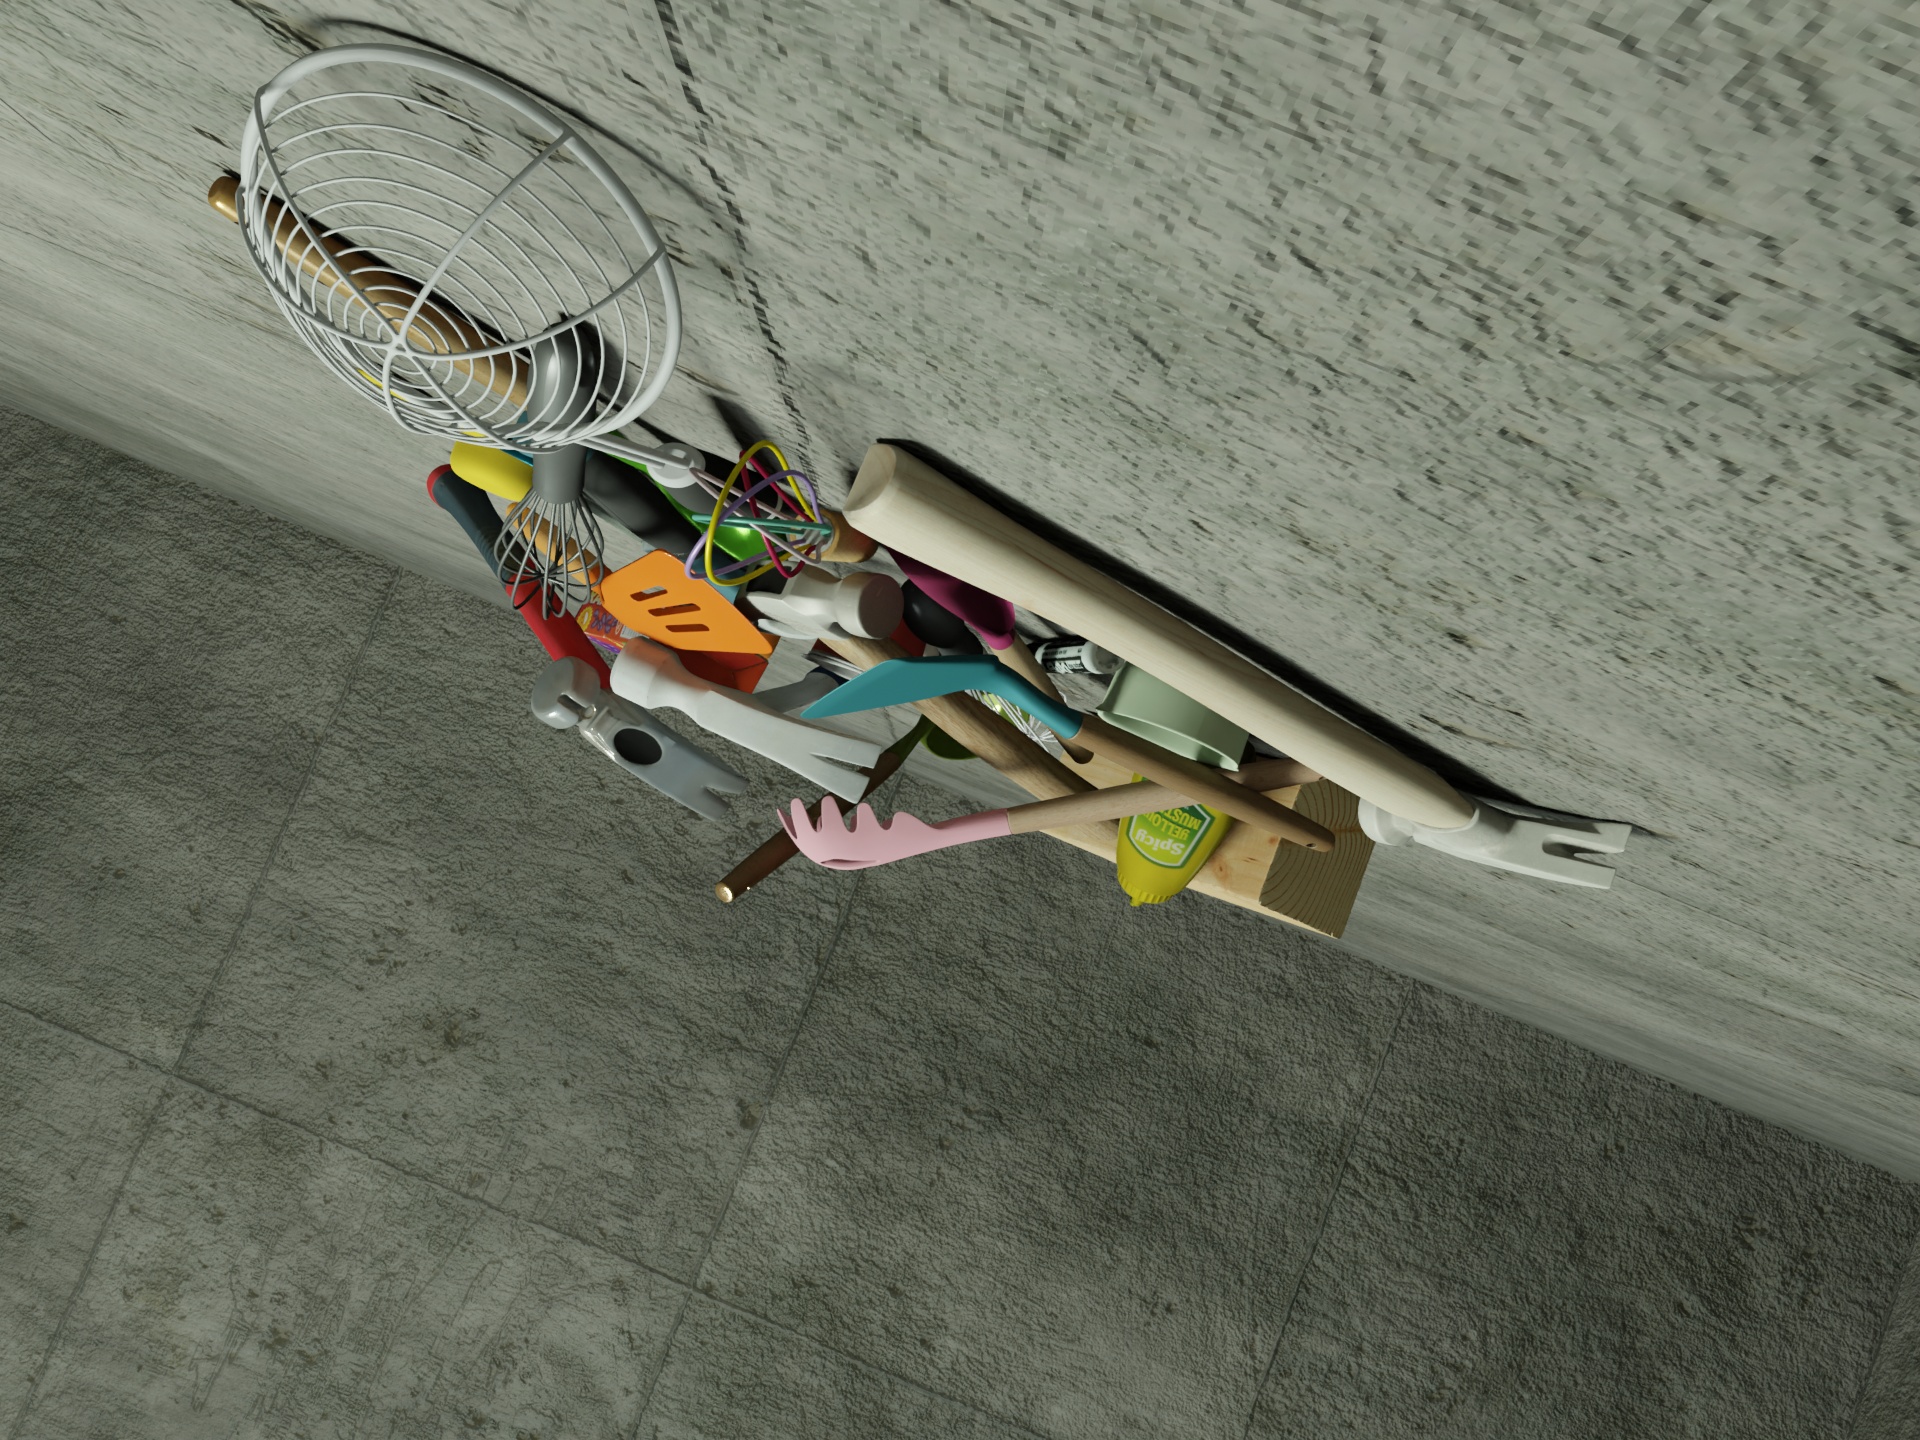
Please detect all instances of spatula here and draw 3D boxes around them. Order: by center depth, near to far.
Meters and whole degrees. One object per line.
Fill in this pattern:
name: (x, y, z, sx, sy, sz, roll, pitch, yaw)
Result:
spatula: (0.074, 0.022, 0.798, 0.317, 0.044, 0.082, 23, 149, -28)
spatula: (-0.203, -0.092, 0.892, 0.081, 0.041, 0.323, 44, 173, -34)

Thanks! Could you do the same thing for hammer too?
hammer: (0.126, -0.014, 0.694, 0.410, 0.038, 0.146, 26, 172, -33)
hammer: (-0.001, -0.003, 0.882, 0.130, 0.031, 0.331, 13, 164, 41)
hammer: (-0.166, -0.106, 0.920, 0.128, 0.033, 0.330, 14, 171, 15)
hammer: (-0.259, -0.070, 1.013, 0.143, 0.038, 0.387, 39, -176, -43)
hammer: (-0.086, -0.018, 1.016, 0.144, 0.035, 0.405, 25, -172, 6)

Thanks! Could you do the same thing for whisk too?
whisk: (-0.061, -0.079, 0.642, 0.051, 0.047, 0.245, -7, -177, 8)
whisk: (-0.181, -0.105, 0.706, 0.055, 0.055, 0.239, 23, 156, -7)
whisk: (0.012, -0.027, 0.948, 0.070, 0.070, 0.284, 20, 169, 21)

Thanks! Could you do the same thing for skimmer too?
skimmer: (-0.118, -0.129, 0.573, 0.127, 0.090, 0.363, 10, -177, 9)

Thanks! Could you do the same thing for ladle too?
ladle: (-0.049, 0.045, 1.011, 0.062, 0.078, 0.320, 45, -144, 4)

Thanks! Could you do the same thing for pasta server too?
pasta server: (0.053, 0.043, 0.881, 0.316, 0.040, 0.060, -10, 165, 10)

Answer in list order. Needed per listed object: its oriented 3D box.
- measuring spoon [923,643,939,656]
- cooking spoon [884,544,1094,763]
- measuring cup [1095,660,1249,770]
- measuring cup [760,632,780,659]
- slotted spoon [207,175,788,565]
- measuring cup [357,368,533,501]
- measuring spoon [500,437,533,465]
measuring spoon: (-0.024, -0.050, 1.095, 0.034, 0.018, 0.124, 22, -178, 5)
cooking spoon: (0.028, -0.034, 0.825, 0.069, 0.017, 0.318, 24, 169, 25)
measuring cup: (0.102, -0.007, 0.854, 0.083, 0.038, 0.167, 23, 177, -11)
measuring cup: (-0.147, -0.066, 1.192, 0.174, 0.052, 0.095, 20, 175, 37)
slotted spoon: (-0.186, -0.145, 0.708, 0.070, 0.031, 0.313, 13, 168, 42)
measuring cup: (-0.307, -0.167, 0.946, 0.062, 0.029, 0.156, 20, 176, 24)
measuring spoon: (-0.239, -0.155, 0.913, 0.042, 0.021, 0.129, 26, -177, -17)
